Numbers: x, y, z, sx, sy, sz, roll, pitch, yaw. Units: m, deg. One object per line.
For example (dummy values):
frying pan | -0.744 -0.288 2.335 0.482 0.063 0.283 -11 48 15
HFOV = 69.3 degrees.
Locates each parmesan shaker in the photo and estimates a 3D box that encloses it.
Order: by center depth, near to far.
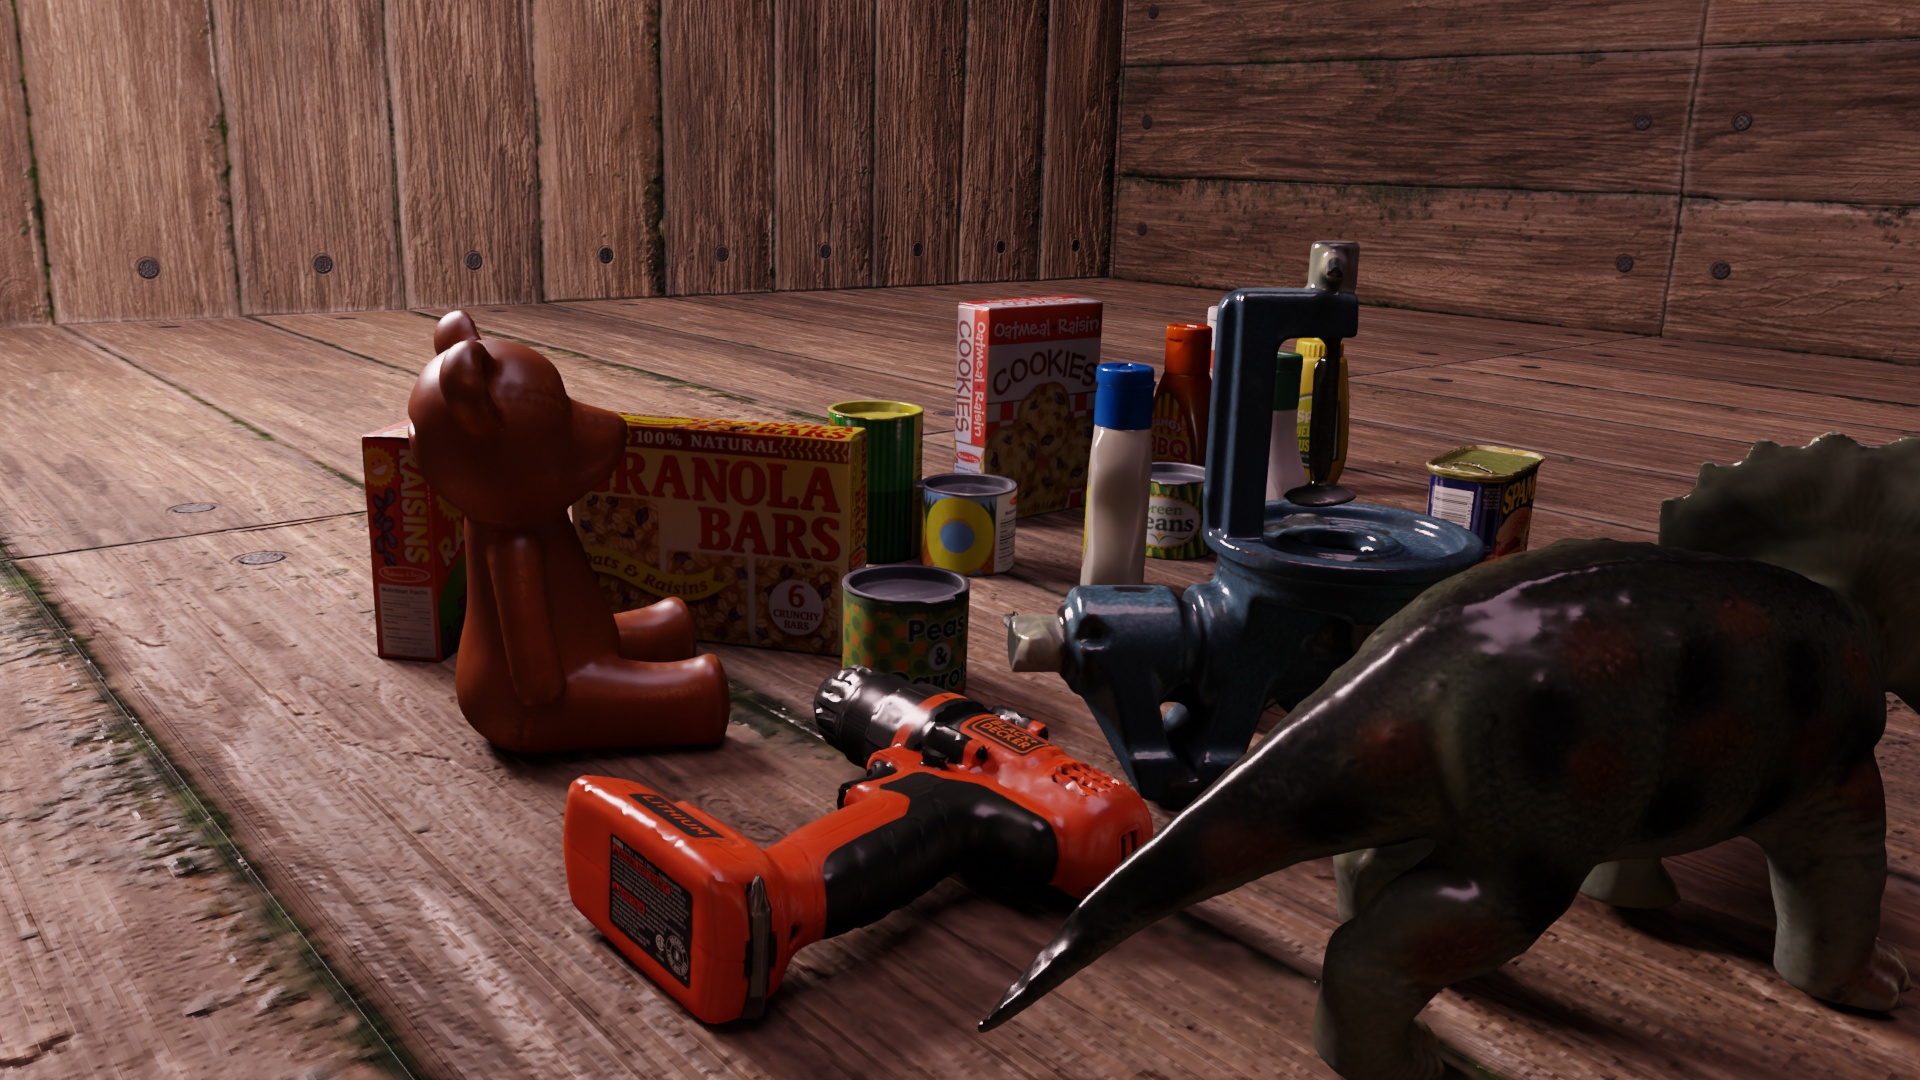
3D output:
parmesan shaker | -0.059 -0.041 0.963 0.071 0.102 0.071 2 15 0

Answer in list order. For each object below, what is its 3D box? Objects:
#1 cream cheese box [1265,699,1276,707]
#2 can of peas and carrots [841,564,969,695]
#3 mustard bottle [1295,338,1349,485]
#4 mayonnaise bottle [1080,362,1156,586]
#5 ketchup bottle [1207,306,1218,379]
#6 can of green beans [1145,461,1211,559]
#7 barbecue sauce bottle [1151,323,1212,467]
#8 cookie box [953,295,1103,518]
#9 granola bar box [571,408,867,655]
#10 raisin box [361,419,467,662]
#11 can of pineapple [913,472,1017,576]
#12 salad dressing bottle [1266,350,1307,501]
cream cheese box | 0.160 0.056 0.724 0.024 0.053 0.104 14 19 39
can of peas and carrots | -0.027 0.049 0.720 0.071 0.058 0.071 2 15 0
mustard bottle | 0.305 -0.124 1.201 0.065 0.159 0.049 4 15 7
mayonnaise bottle | 0.101 -0.038 0.884 0.041 0.147 0.065 4 15 10
ketchup bottle | 0.240 -0.138 1.268 0.044 0.148 0.065 -12 20 -41
can of green beans | 0.151 -0.022 1.005 0.071 0.057 0.071 2 15 0
barbecue sauce bottle | 0.180 -0.099 1.118 0.044 0.148 0.065 -10 19 -38
cookie box | 0.052 -0.105 1.089 0.123 0.167 0.040 -11 19 -40
granola bar box | -0.136 -0.006 0.787 0.165 0.123 0.039 5 15 13
raisin box | -0.287 -0.005 0.768 0.040 0.123 0.086 4 15 8
can of pineapple | 0.003 -0.012 0.950 0.071 0.057 0.071 2 15 0
salad dressing bottle | 0.216 -0.059 0.976 0.044 0.147 0.064 -8 18 -34
